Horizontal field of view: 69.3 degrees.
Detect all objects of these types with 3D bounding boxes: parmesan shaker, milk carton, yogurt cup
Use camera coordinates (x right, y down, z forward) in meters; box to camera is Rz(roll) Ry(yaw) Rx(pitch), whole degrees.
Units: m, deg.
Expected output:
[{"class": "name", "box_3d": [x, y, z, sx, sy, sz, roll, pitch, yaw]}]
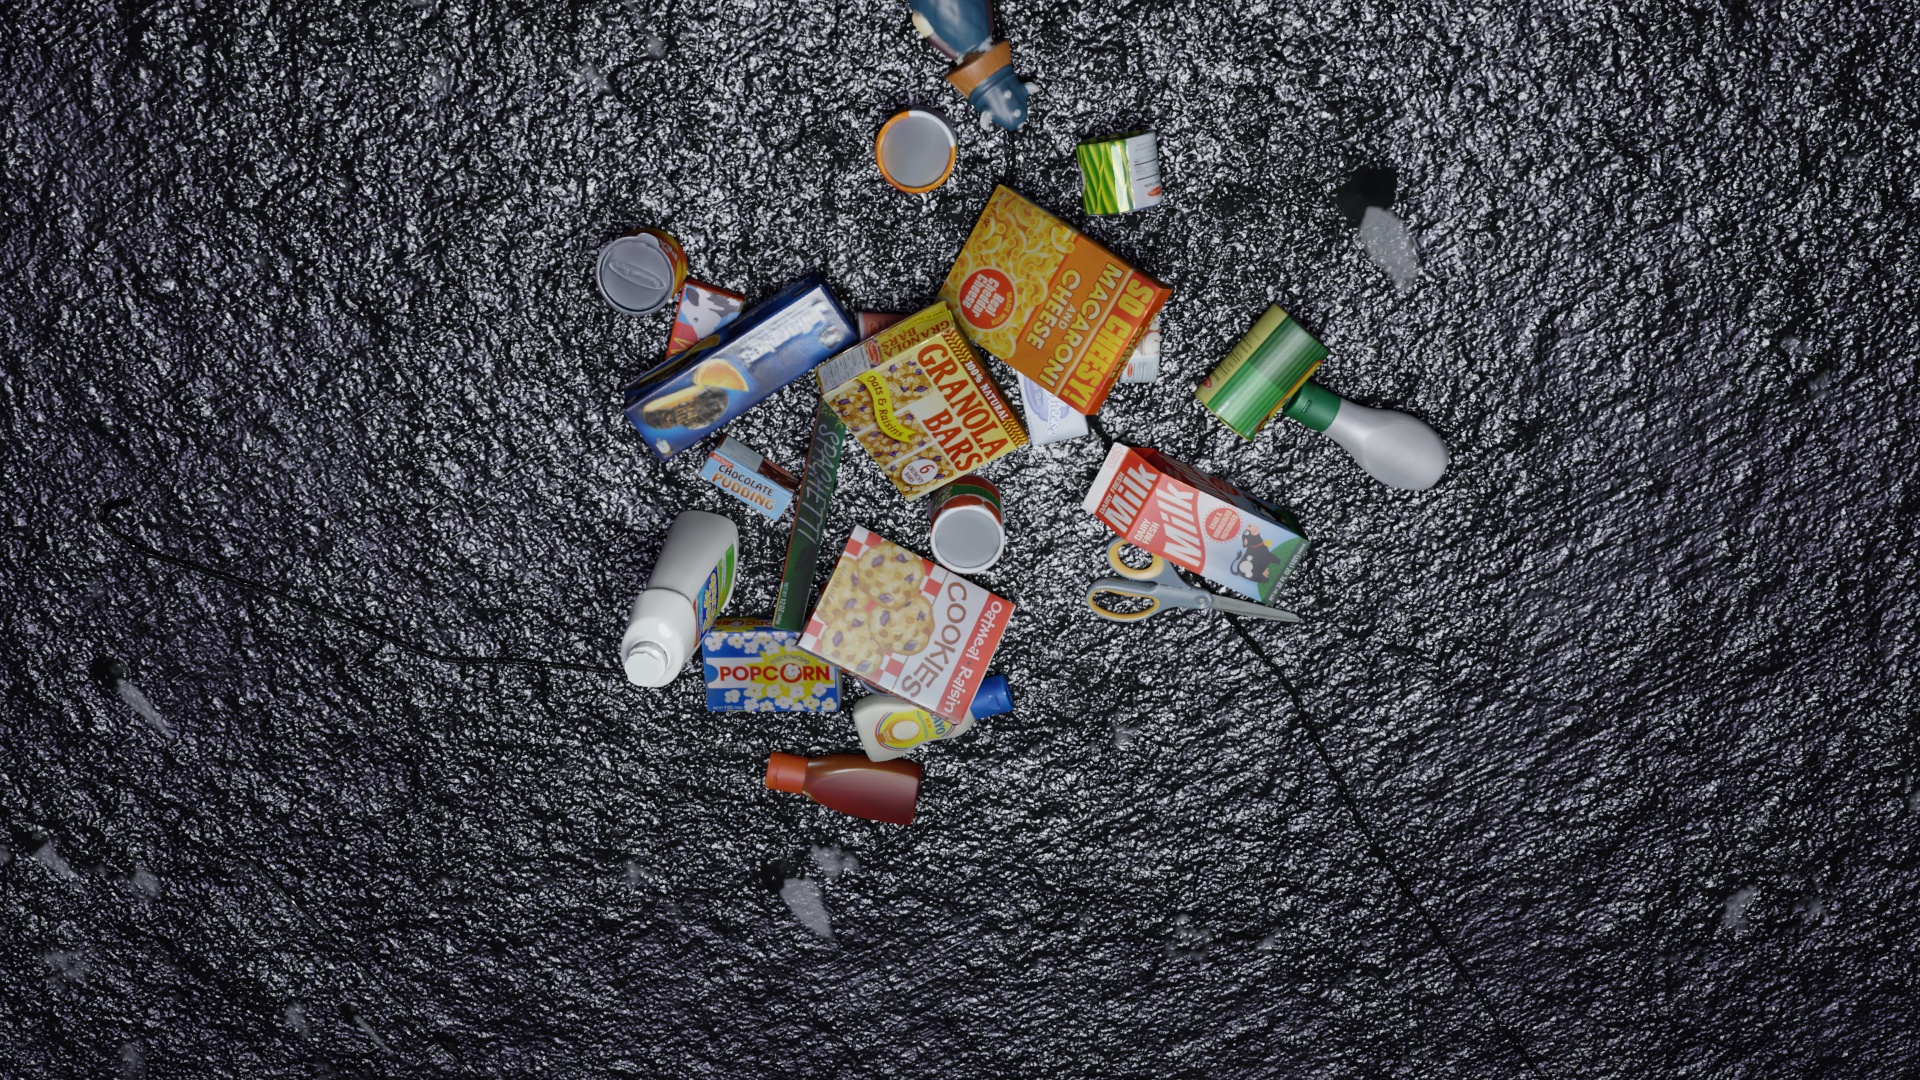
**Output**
[{"class": "parmesan shaker", "box_3d": [0.261, -0.144, 1.195, 0.071, 0.071, 0.103, 37, 107, -13]}, {"class": "milk carton", "box_3d": [0.207, -0.020, 1.242, 0.190, 0.074, 0.072, 23, 110, -8]}, {"class": "yogurt cup", "box_3d": [-0.060, -0.165, 1.196, 0.054, 0.072, 0.072, -5, 111, -6]}]

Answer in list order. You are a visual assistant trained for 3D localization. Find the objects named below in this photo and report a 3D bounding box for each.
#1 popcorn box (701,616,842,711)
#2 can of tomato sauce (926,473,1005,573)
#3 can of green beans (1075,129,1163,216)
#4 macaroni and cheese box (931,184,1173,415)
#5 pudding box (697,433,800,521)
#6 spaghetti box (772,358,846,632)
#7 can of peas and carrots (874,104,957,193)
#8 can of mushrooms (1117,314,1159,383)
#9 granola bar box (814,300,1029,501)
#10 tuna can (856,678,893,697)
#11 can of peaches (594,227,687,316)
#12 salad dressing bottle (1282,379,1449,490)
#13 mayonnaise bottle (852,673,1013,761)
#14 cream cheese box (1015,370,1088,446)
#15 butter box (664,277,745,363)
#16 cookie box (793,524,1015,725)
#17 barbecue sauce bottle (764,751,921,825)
[{"class": "popcorn box", "box_3d": [-0.177, 0.117, 1.317, 0.127, 0.038, 0.085, 0, 112, 0]}, {"class": "can of tomato sauce", "box_3d": [0.004, -0.016, 1.240, 0.071, 0.083, 0.071, 0, 111, 0]}, {"class": "can of green beans", "box_3d": [0.130, -0.302, 1.139, 0.071, 0.071, 0.057, -9, 110, 4]}, {"class": "macaroni and cheese box", "box_3d": [0.074, -0.200, 1.156, 0.167, 0.040, 0.123, 36, 110, 16]}, {"class": "pudding box", "box_3d": [-0.188, -0.057, 1.244, 0.083, 0.050, 0.030, 31, 110, -11]}, {"class": "spaghetti box", "box_3d": [-0.132, -0.038, 1.251, 0.029, 0.050, 0.249, 12, 110, -6]}, {"class": "can of peas and carrots", "box_3d": [-0.037, -0.319, 1.138, 0.071, 0.059, 0.070, 0, 111, 1]}, {"class": "can of mushrooms", "box_3d": [0.151, -0.170, 1.191, 0.033, 0.071, 0.070, -1, 111, 2]}, {"class": "granola bar box", "box_3d": [-0.030, -0.115, 1.184, 0.124, 0.039, 0.165, -26, 141, 10]}, {"class": "tuna can", "box_3d": [-0.068, 0.110, 1.316, 0.071, 0.033, 0.070, 0, 111, 0]}, {"class": "can of peaches", "box_3d": [-0.268, -0.230, 1.175, 0.071, 0.058, 0.071, 0, 110, 1]}, {"class": "salad dressing bottle", "box_3d": [0.358, -0.096, 1.228, 0.148, 0.044, 0.064, 26, 111, -8]}, {"class": "mayonnaise bottle", "box_3d": [-0.025, 0.164, 1.332, 0.148, 0.041, 0.064, -17, 110, 7]}, {"class": "cream cheese box", "box_3d": [0.078, -0.139, 1.224, 0.053, 0.024, 0.103, -13, 110, 4]}, {"class": "butter box", "box_3d": [-0.227, -0.172, 1.214, 0.053, 0.024, 0.103, 17, 110, -7]}, {"class": "cookie box", "box_3d": [-0.050, 0.078, 1.272, 0.167, 0.040, 0.123, 27, 78, -9]}, {"class": "barbecue sauce bottle", "box_3d": [-0.115, 0.237, 1.359, 0.149, 0.044, 0.064, 10, 114, -3]}]
